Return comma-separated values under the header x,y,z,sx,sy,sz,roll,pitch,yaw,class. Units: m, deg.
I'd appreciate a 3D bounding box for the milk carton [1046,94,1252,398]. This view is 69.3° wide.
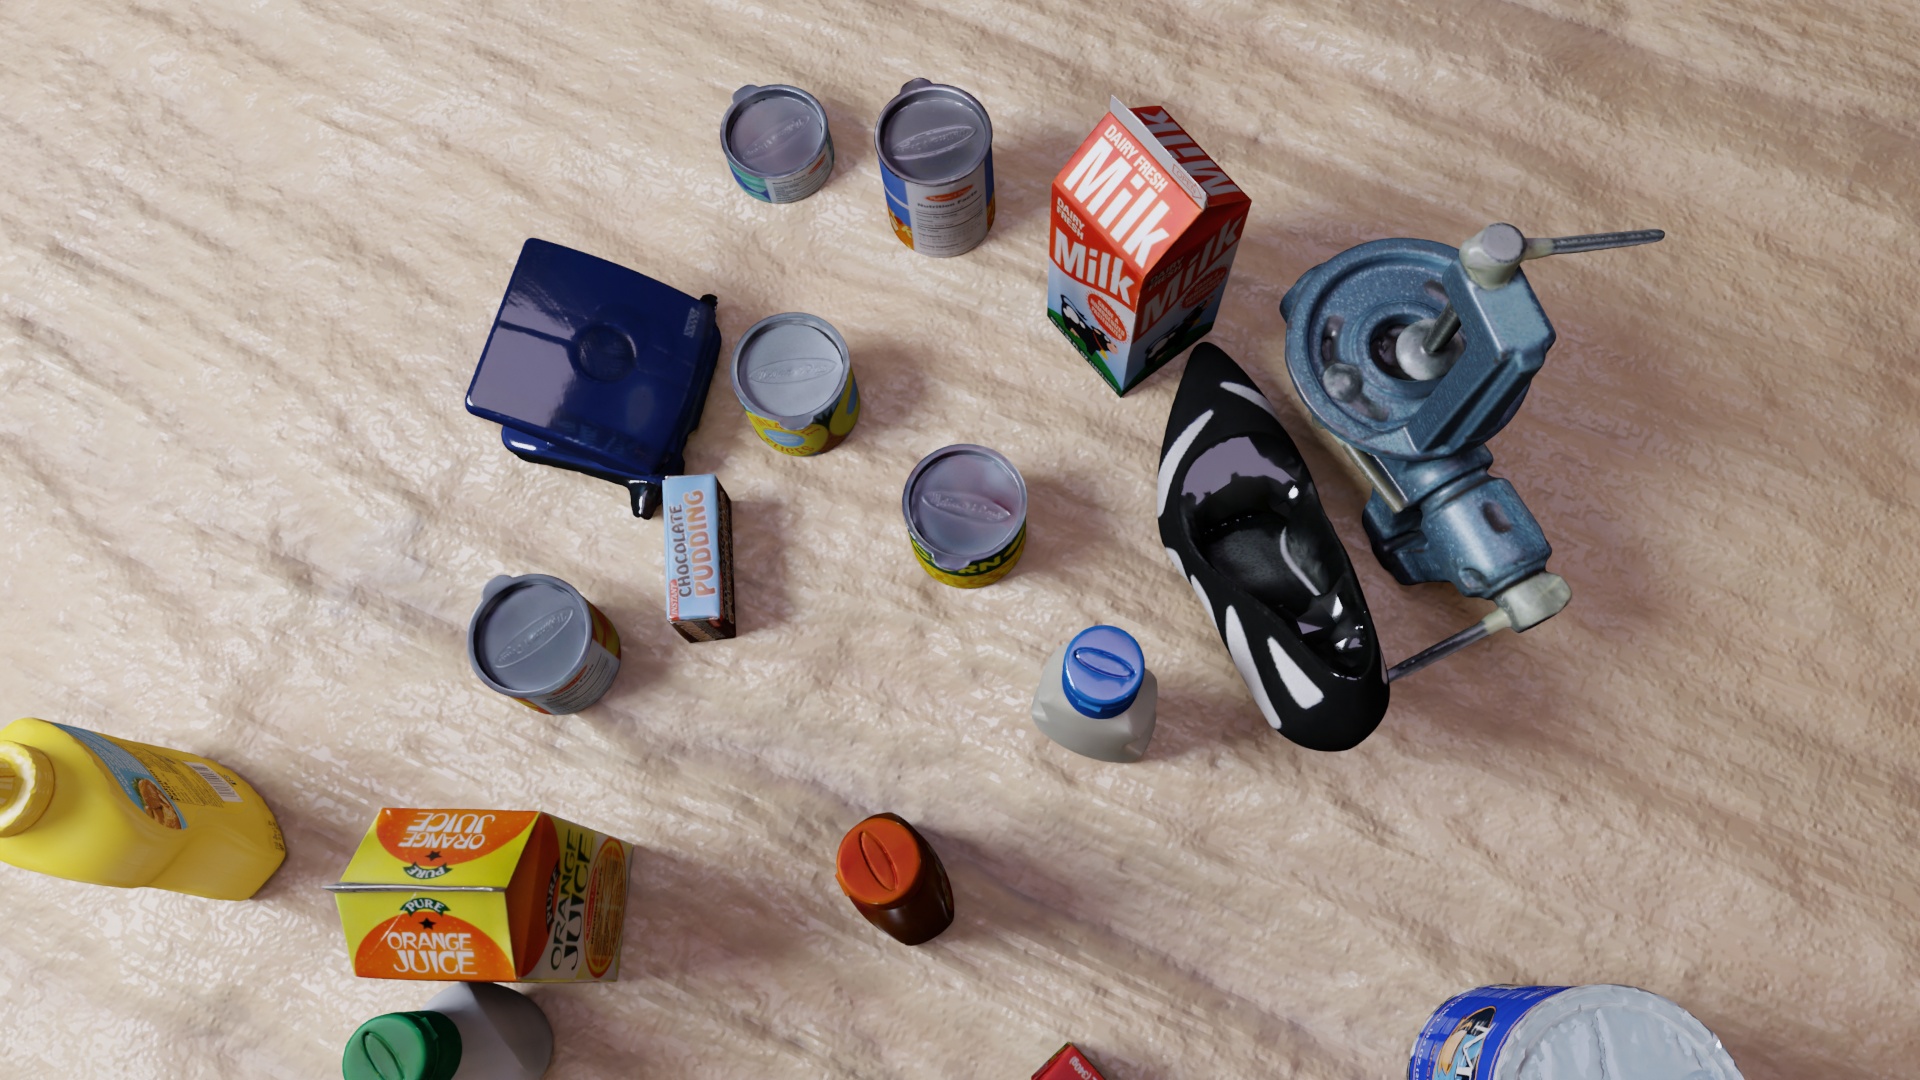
x,y,z,sx,sy,sz,roll,pitch,yaw,class
0.096,-0.156,0.731,0.073,0.190,0.072,-37,75,-9,milk carton

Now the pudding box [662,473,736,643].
x,y,z,sx,sy,sz,roll,pitch,yaw,class
-0.143,0.010,0.761,0.030,0.049,0.084,-6,72,1,pudding box

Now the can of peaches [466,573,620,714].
x,y,z,sx,sy,sz,roll,pitch,yaw,class
-0.223,0.055,0.746,0.071,0.058,0.071,-1,72,2,can of peaches

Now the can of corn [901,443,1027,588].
x,y,z,sx,sy,sz,roll,pitch,yaw,class
0.003,-0.009,0.756,0.071,0.058,0.071,-1,72,2,can of corn

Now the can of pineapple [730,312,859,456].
x,y,z,sx,sy,sz,roll,pitch,yaw,class
-0.093,-0.085,0.786,0.071,0.057,0.071,-1,72,2,can of pineapple

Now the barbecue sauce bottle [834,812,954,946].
x,y,z,sx,sy,sz,roll,pitch,yaw,class
-0.032,0.158,0.656,0.044,0.148,0.065,-29,73,-6,barbecue sauce bottle

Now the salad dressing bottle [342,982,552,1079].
x,y,z,sx,sy,sz,roll,pitch,yaw,class
-0.234,0.235,0.641,0.044,0.147,0.064,-39,75,-9,salad dressing bottle

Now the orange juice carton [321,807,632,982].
x,y,z,sx,sy,sz,roll,pitch,yaw,class
-0.214,0.165,0.639,0.072,0.192,0.073,1,73,3,orange juice carton

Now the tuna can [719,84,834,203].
x,y,z,sx,sy,sz,roll,pitch,yaw,class
-0.113,-0.244,0.851,0.071,0.032,0.071,-1,72,2,tuna can

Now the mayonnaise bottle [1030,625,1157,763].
x,y,z,sx,sy,sz,roll,pitch,yaw,class
0.067,0.076,0.679,0.065,0.147,0.041,20,75,9,mayonnaise bottle

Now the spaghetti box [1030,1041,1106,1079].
x,y,z,sx,sy,sz,roll,pitch,yaw,class
0.129,0.336,0.643,0.029,0.050,0.250,-43,75,-10,spaghetti box

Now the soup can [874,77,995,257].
x,y,z,sx,sy,sz,roll,pitch,yaw,class
-0.014,-0.216,0.811,0.071,0.083,0.071,-1,72,2,soup can
